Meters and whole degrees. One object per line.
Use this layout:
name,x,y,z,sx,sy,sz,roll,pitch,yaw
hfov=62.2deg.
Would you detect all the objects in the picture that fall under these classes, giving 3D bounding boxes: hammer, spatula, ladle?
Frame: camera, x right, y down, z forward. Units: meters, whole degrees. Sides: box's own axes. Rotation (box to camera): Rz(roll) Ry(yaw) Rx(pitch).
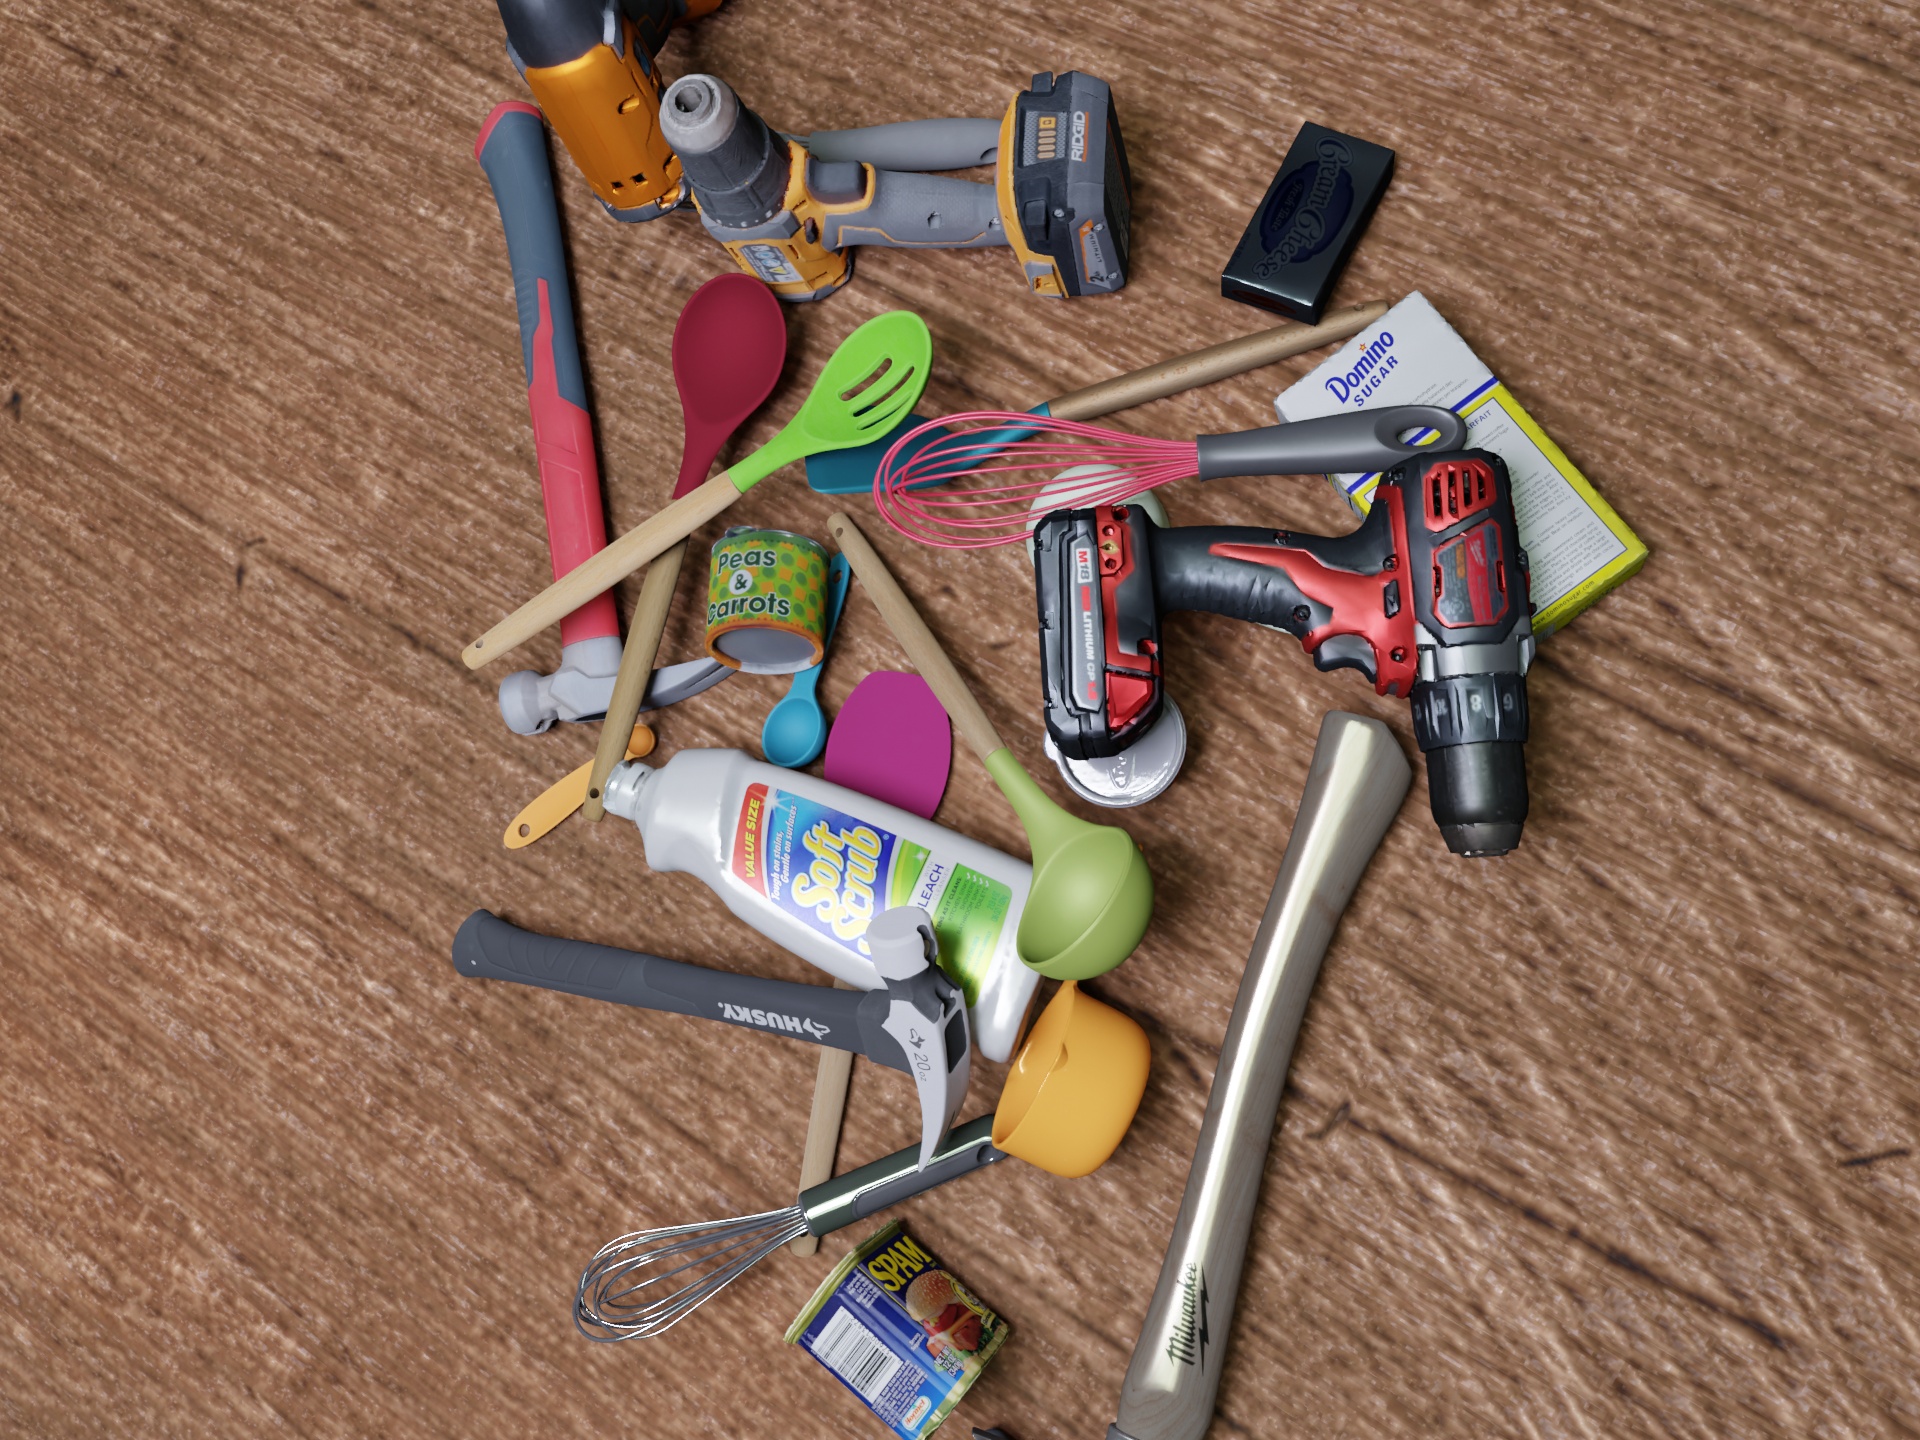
hammer,-0.225,-0.193,0.947,0.143,0.038,0.386,-13,80,13
spatula,0.071,-0.180,0.856,0.317,0.044,0.082,-15,47,11
ladle,-0.160,-0.096,0.886,0.069,0.031,0.315,14,84,15
ladle,-0.001,-0.003,0.813,0.078,0.062,0.320,-45,57,19
hammer,-0.143,0.147,0.843,0.335,0.035,0.146,4,122,30
hammer,0.130,0.191,0.784,0.146,0.038,0.411,17,86,3

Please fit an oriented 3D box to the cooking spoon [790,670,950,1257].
cooking spoon,-0.058,0.130,0.867,0.069,0.017,0.319,9,85,6

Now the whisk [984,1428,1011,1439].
whisk,0.019,0.500,0.781,0.070,0.070,0.285,-5,76,15

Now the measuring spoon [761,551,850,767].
measuring spoon,-0.078,-0.032,0.897,0.042,0.021,0.129,5,75,37

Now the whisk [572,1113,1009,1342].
whisk,-0.086,0.260,0.825,0.246,0.057,0.059,-22,33,-2

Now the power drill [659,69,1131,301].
power drill,-0.033,-0.282,0.830,0.226,0.185,0.084,1,82,13

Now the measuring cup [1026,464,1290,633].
measuring cup,0.111,-0.083,0.835,0.168,0.038,0.083,24,90,20

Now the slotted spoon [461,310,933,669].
slotted spoon,-0.143,-0.116,0.859,0.314,0.031,0.070,-32,58,9

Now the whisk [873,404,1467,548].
whisk,0.100,-0.129,0.796,0.296,0.073,0.073,-4,82,11

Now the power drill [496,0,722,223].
power drill,-0.193,-0.405,0.866,0.084,0.164,0.227,-11,53,14

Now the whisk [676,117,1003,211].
whisk,-0.082,-0.327,0.923,0.239,0.055,0.055,0,83,11

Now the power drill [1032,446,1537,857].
power drill,0.154,-0.025,0.746,0.226,0.080,0.188,-5,83,8

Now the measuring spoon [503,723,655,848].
measuring spoon,-0.223,0.040,0.932,0.117,0.011,0.021,-36,75,12

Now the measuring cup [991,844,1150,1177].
measuring cup,0.076,0.147,0.805,0.052,0.095,0.174,29,68,-3
